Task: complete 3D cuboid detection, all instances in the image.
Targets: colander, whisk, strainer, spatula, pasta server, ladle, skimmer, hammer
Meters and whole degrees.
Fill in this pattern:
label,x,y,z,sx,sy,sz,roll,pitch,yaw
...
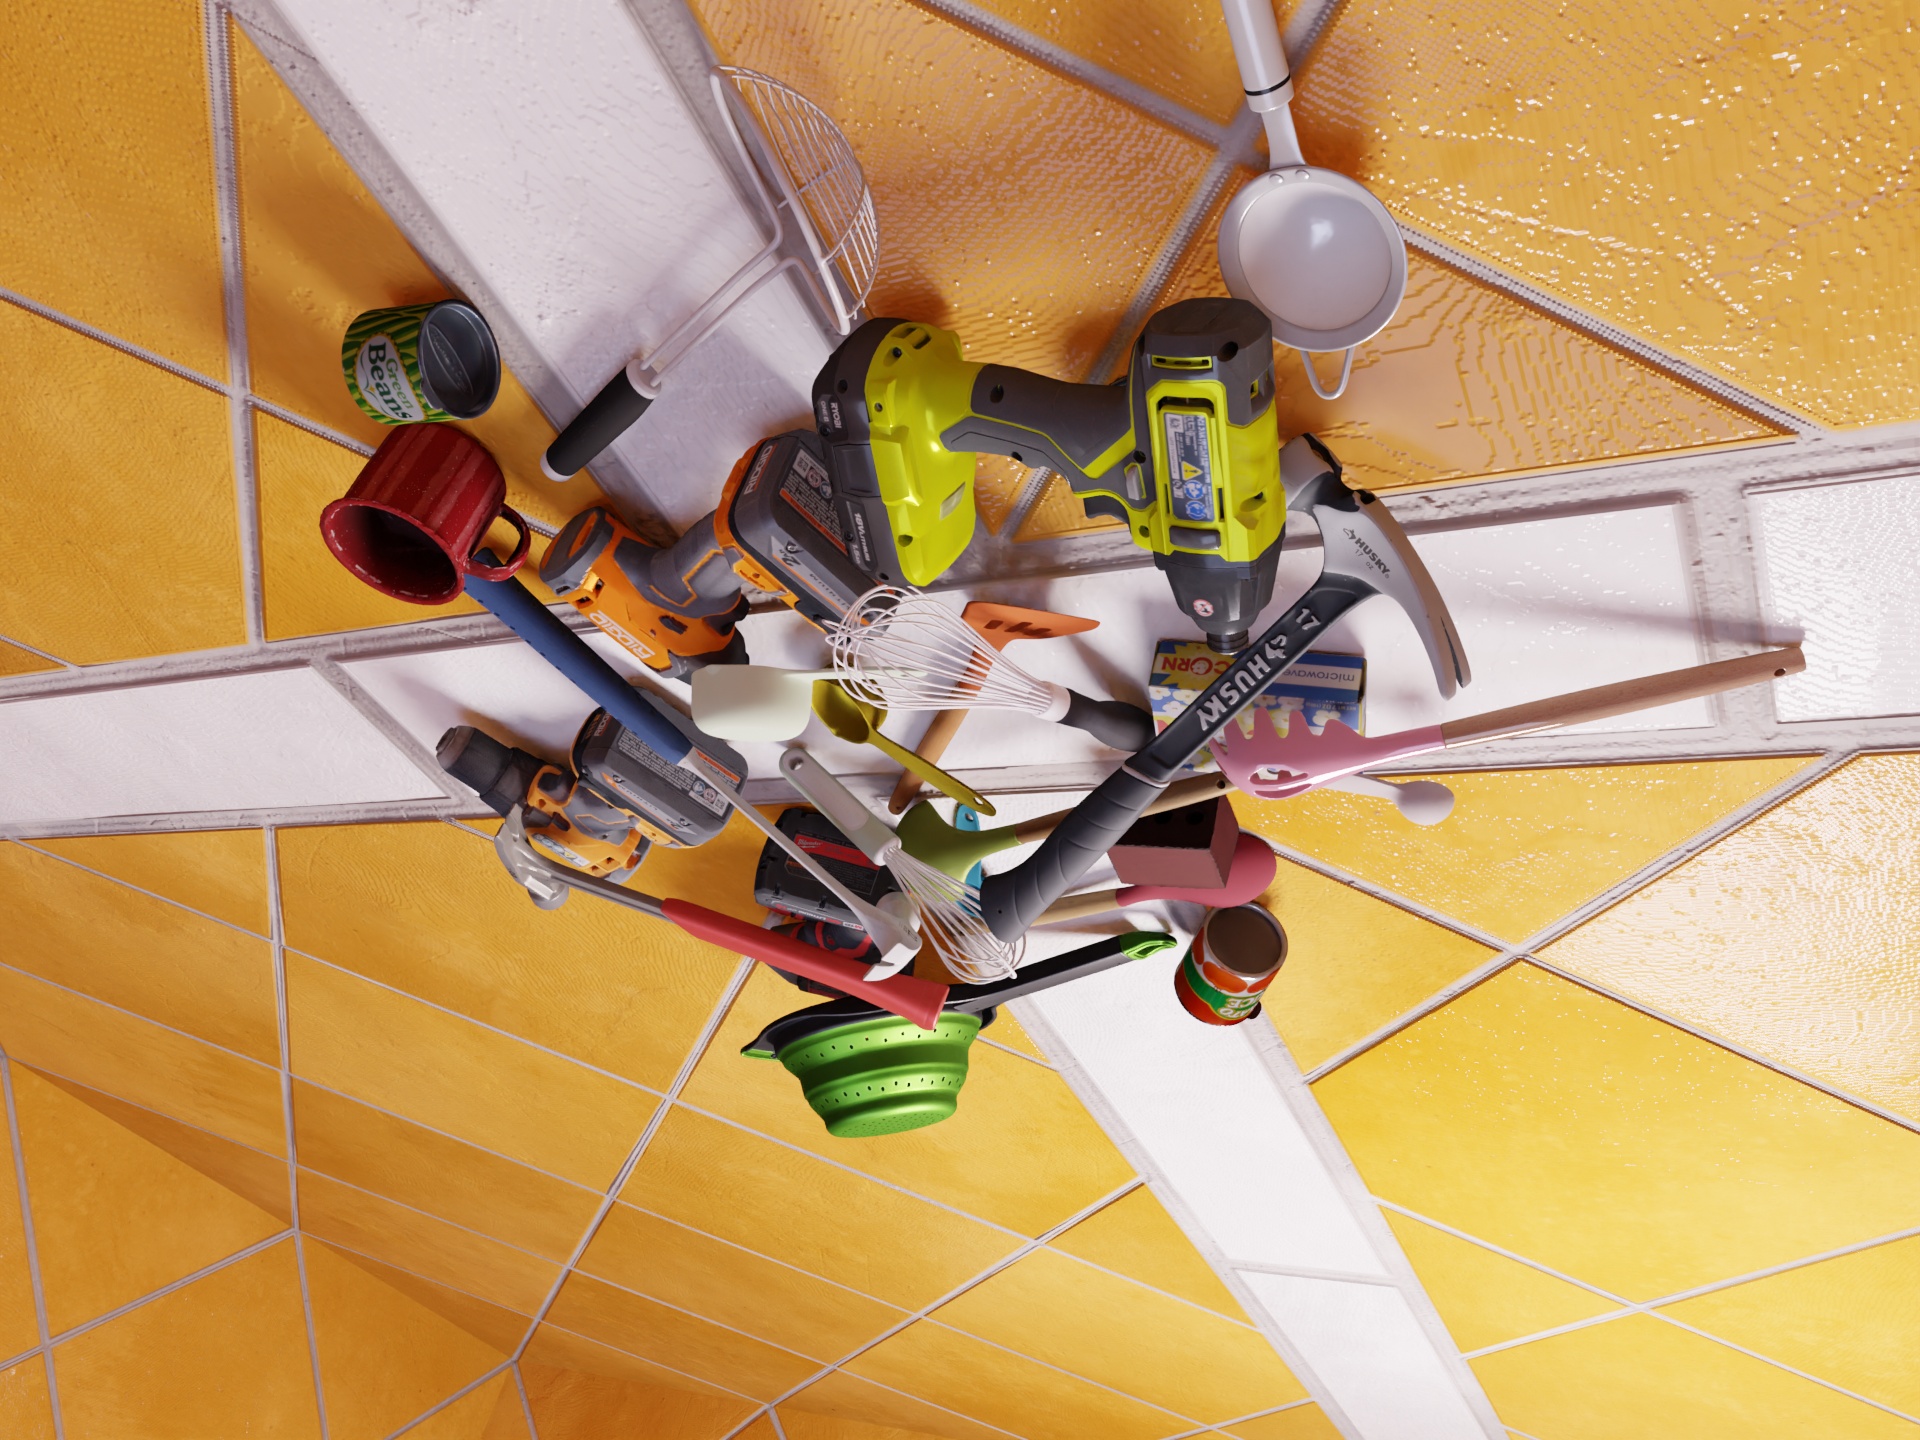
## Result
label,x,y,z,sx,sy,sz,roll,pitch,yaw
colander,0.004,0.267,1.301,0.397,0.095,0.204,-22,155,26
whisk,-0.046,0.097,1.117,0.246,0.058,0.059,41,167,26
strainer,0.131,-0.252,0.653,0.087,0.050,0.258,6,139,36
spatula,-0.002,-0.003,1.051,0.081,0.041,0.322,8,149,-15
pasta server,0.295,-0.003,0.885,0.316,0.040,0.060,-14,135,18
ladle,0.102,0.137,1.208,0.315,0.031,0.069,-19,122,43
skimmer,-0.157,-0.197,0.817,0.363,0.090,0.127,-25,94,48
ladle,0.068,0.068,1.083,0.320,0.062,0.078,-18,92,42
hammer,0.123,0.023,0.920,0.149,0.036,0.408,51,135,12
hammer,-0.180,0.031,1.088,0.405,0.144,0.035,42,96,-8
whisk,0.032,-0.018,0.935,0.070,0.070,0.284,-18,156,40
hammer,-0.183,0.159,1.225,0.359,0.037,0.149,18,153,7

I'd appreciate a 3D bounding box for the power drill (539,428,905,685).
label,x,y,z,sx,sy,sz,roll,pitch,yaw
power drill,-0.133,-0.081,0.975,0.226,0.084,0.164,-13,137,42

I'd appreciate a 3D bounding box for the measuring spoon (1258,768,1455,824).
label,x,y,z,sx,sy,sz,roll,pitch,yaw
measuring spoon,0.235,0.043,0.957,0.124,0.018,0.034,12,144,4

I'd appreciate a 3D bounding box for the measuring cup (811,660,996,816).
label,x,y,z,sx,sy,sz,roll,pitch,yaw
measuring cup,-0.034,0.012,1.058,0.156,0.029,0.062,33,150,13

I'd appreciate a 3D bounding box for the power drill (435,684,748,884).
label,x,y,z,sx,sy,sz,roll,pitch,yaw
power drill,-0.288,0.044,1.218,0.185,0.084,0.226,37,146,-23

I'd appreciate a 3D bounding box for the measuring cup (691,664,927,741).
label,x,y,z,sx,sy,sz,roll,pitch,yaw
measuring cup,-0.093,-0.011,0.974,0.167,0.038,0.083,-3,168,31

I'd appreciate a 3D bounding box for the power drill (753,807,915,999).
label,x,y,z,sx,sy,sz,roll,pitch,yaw
power drill,-0.107,0.164,1.302,0.143,0.079,0.219,14,148,6

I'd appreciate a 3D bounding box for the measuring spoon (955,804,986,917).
label,x,y,z,sx,sy,sz,roll,pitch,yaw
measuring spoon,0.012,0.103,1.215,0.042,0.021,0.128,20,139,23

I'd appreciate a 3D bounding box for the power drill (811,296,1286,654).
label,x,y,z,sx,sy,sz,roll,pitch,yaw
power drill,0.048,-0.119,0.783,0.223,0.080,0.171,10,128,29
